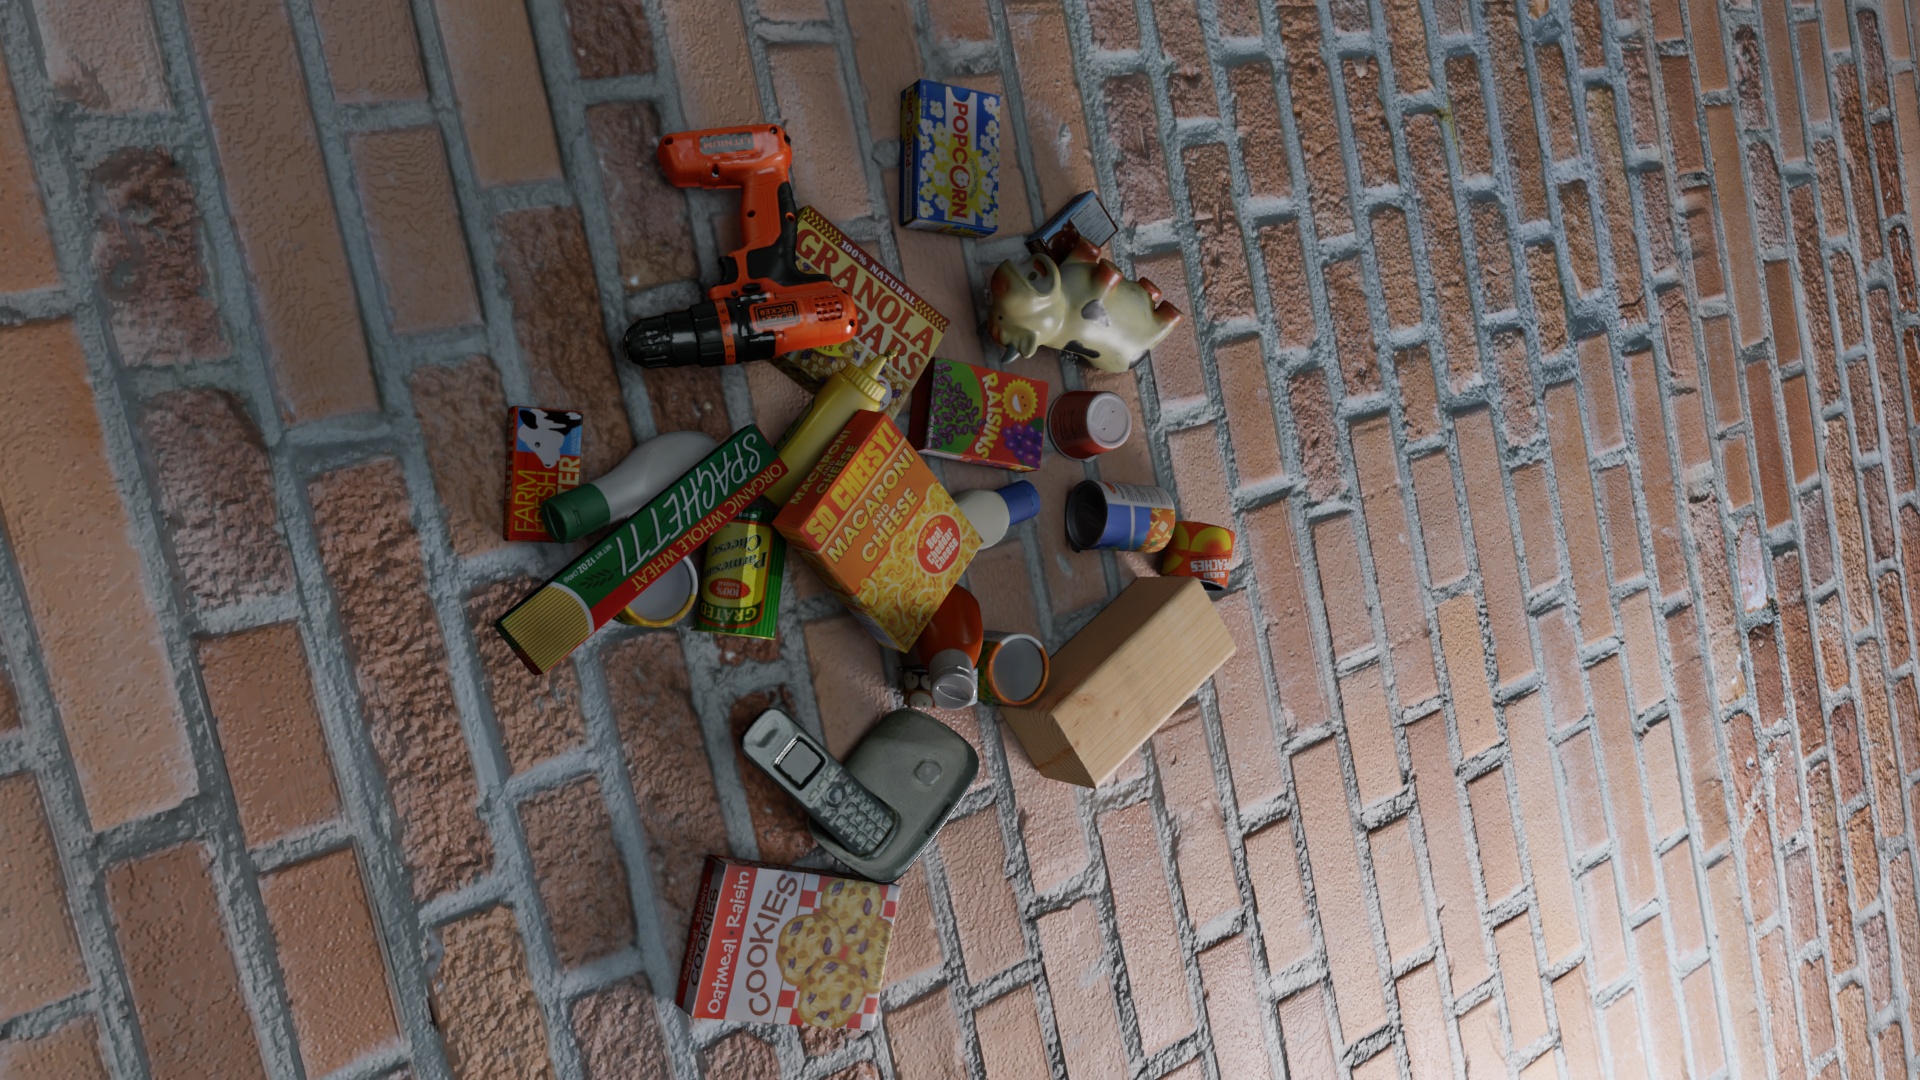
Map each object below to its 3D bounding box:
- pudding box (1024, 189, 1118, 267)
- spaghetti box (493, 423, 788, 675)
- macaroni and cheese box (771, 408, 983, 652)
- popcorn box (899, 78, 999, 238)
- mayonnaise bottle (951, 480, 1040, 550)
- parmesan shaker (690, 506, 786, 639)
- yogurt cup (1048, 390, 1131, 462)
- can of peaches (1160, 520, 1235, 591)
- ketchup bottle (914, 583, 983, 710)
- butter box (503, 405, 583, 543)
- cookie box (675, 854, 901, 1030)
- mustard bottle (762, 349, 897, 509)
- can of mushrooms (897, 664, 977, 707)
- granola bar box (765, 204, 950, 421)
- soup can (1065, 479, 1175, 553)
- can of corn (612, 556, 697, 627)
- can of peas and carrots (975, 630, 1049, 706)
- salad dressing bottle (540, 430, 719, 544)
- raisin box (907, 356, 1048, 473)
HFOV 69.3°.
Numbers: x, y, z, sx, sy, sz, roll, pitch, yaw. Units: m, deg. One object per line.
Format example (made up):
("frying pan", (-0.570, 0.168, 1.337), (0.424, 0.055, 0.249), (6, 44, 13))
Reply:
("pudding box", (0.107, -0.291, 1.326), (0.084, 0.030, 0.049), (-46, 112, -23))
("spaghetti box", (-0.234, 0.002, 1.044), (0.251, 0.028, 0.050), (-43, 106, -26))
("macaroni and cheese box", (-0.064, -0.006, 1.133), (0.124, 0.040, 0.166), (-55, 132, -21))
("popcorn box", (-0.009, -0.342, 1.252), (0.085, 0.038, 0.126), (2, 88, -30))
("mayonnaise bottle", (0.004, -0.016, 1.251), (0.149, 0.041, 0.064), (-22, 101, -31))
("parmesan shaker", (-0.179, 0.026, 1.125), (0.071, 0.071, 0.103), (9, 84, -31))
("yogurt cup", (0.125, -0.112, 1.318), (0.072, 0.054, 0.072), (1, 87, -31))
("can of peaches", (0.236, 0.016, 1.372), (0.071, 0.071, 0.058), (17, 79, -30))
("ketchup bottle", (-0.010, 0.087, 1.178), (0.065, 0.149, 0.043), (23, 113, -15))
("butter box", (-0.320, -0.050, 1.064), (0.053, 0.024, 0.103), (4, 87, -32))
("cookie box", (-0.141, 0.335, 1.154), (0.167, 0.040, 0.123), (16, 80, -31))
("mustard bottle", (-0.107, -0.098, 1.145), (0.049, 0.065, 0.160), (38, 94, -15))
("can of mushrooms", (-0.020, 0.127, 1.218), (0.071, 0.071, 0.033), (-1, 91, -31))
("granola bar box", (-0.104, -0.186, 1.190), (0.165, 0.039, 0.124), (36, 71, -25))
("soup can", (0.152, -0.020, 1.326), (0.084, 0.071, 0.071), (4, 87, -31))
("can of corn", (-0.248, 0.036, 1.086), (0.071, 0.058, 0.071), (1, 88, -31))
("can of peas and carrots", (0.038, 0.118, 1.256), (0.071, 0.058, 0.071), (1, 88, -31))
("salad dressing bottle", (-0.252, -0.040, 1.077), (0.148, 0.044, 0.064), (-28, 111, -41))
("raisin box", (0.016, -0.112, 1.261), (0.123, 0.040, 0.086), (8, 84, -29))
